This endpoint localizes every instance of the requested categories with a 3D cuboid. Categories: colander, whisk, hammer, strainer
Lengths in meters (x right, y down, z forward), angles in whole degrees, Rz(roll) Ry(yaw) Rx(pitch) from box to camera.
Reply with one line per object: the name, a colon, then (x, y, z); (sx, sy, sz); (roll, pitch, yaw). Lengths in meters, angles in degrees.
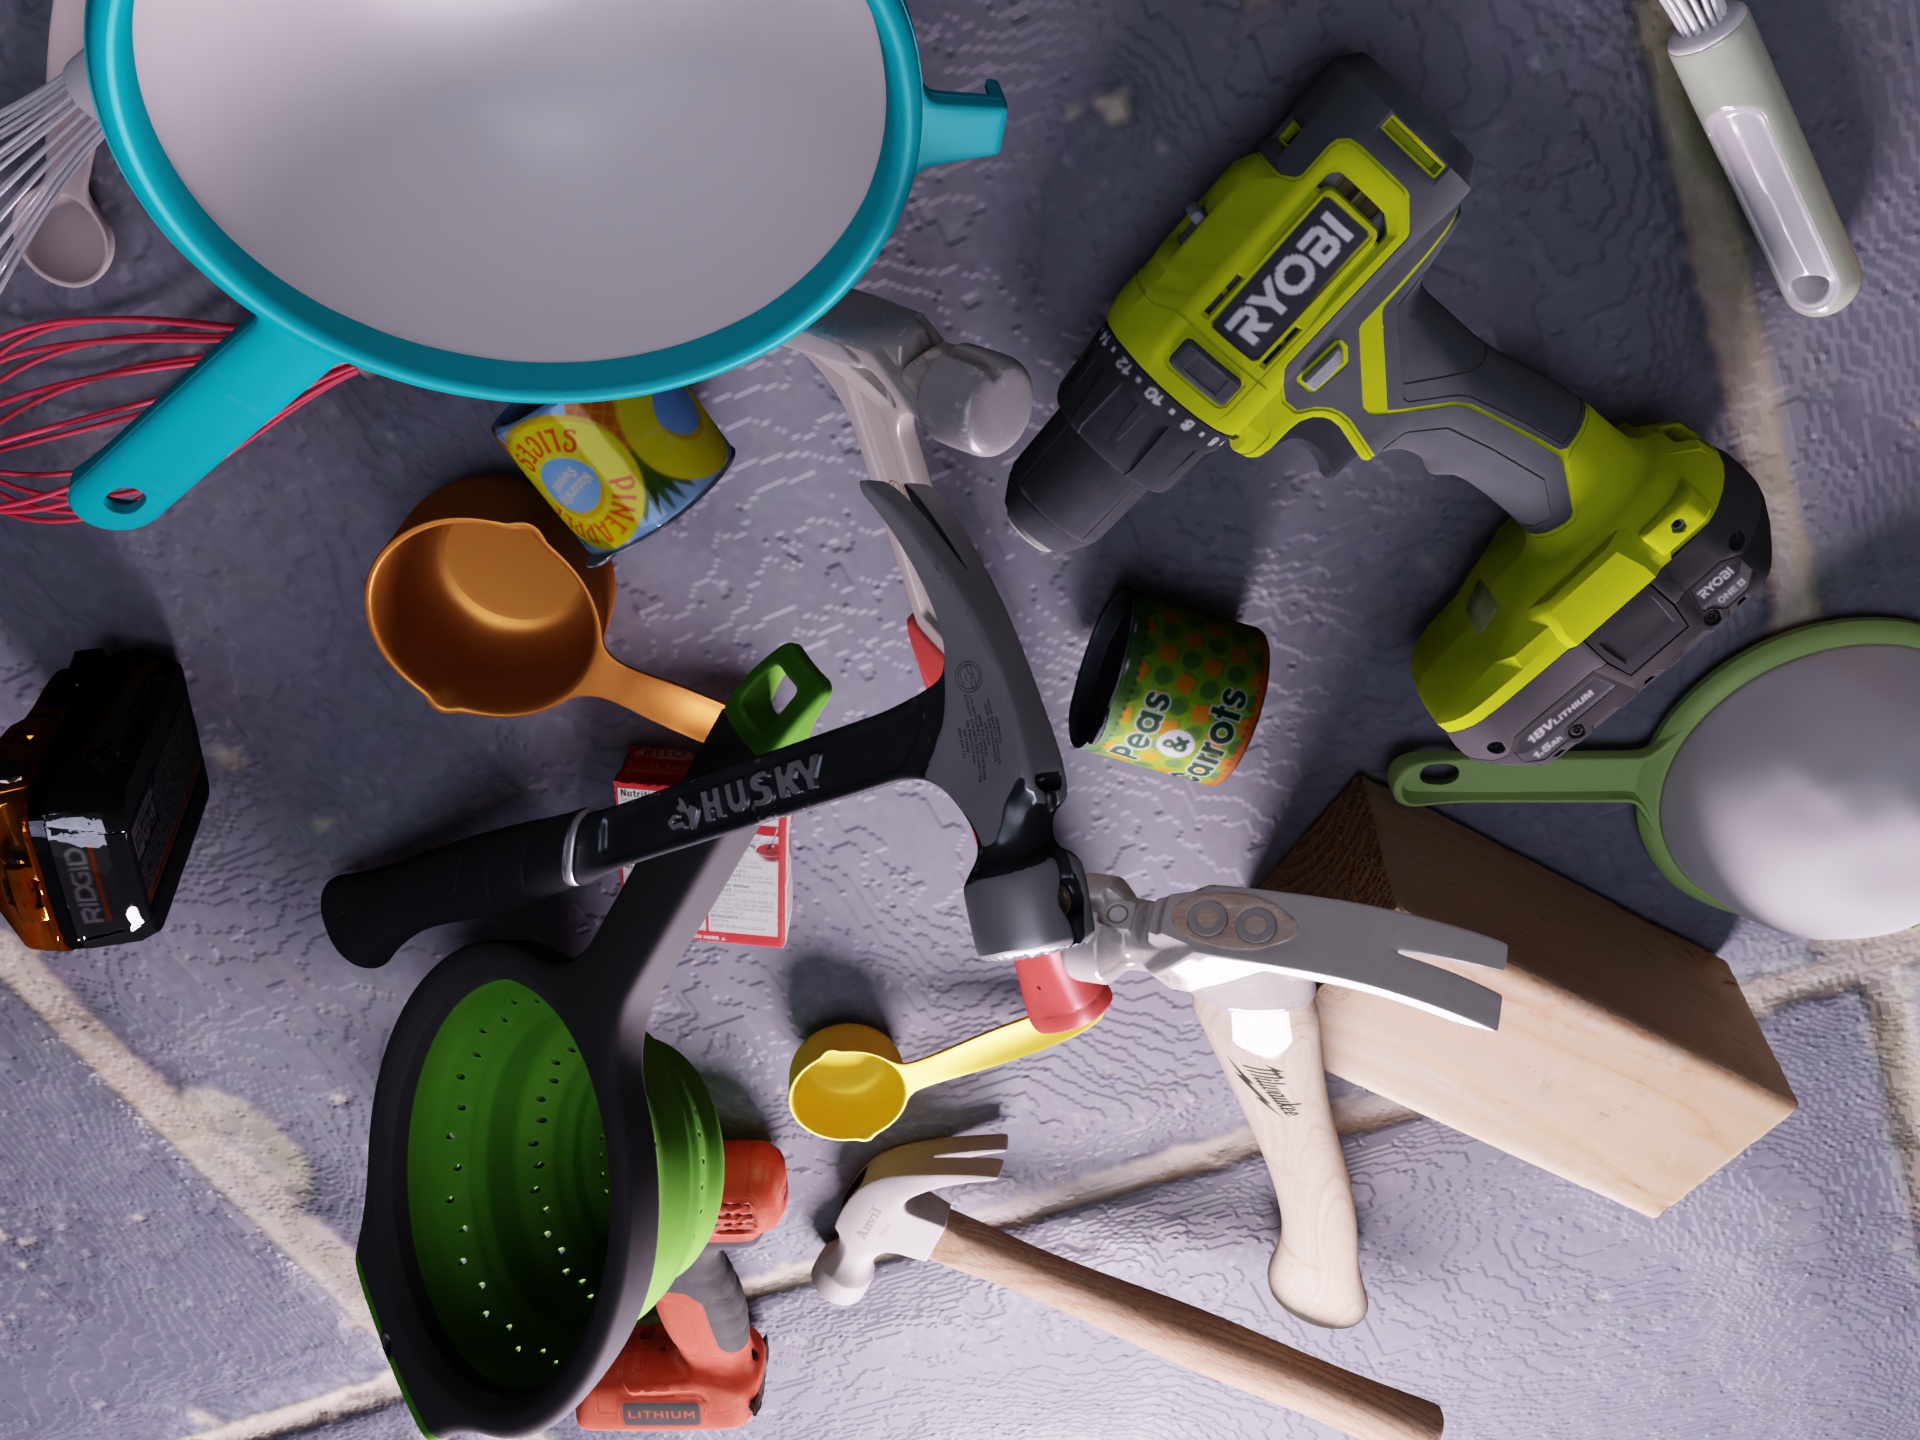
colander: (-0.131, 0.136, 0.675); (0.094, 0.205, 0.397); (7, 124, -47)
whisk: (-0.232, -0.128, 0.565); (0.296, 0.073, 0.073); (-13, 122, 5)
whisk: (0.229, -0.221, 0.494); (0.058, 0.059, 0.246); (-2, 139, 51)
hammer: (-0.001, -0.002, 0.625); (0.037, 0.149, 0.358); (-40, 135, -25)
strainer: (-0.169, -0.166, 0.475); (0.340, 0.095, 0.210); (-26, 148, 31)
hammer: (0.095, 0.306, 0.821); (0.331, 0.031, 0.130); (23, 120, -3)
hammer: (0.155, 0.188, 0.680); (0.146, 0.038, 0.410); (6, 146, 22)
strainer: (0.307, 0.038, 0.642); (0.256, 0.069, 0.151); (0, 123, 0)
whisk: (-0.289, -0.183, 0.502); (0.284, 0.070, 0.070); (-24, 119, 22)
hammer: (-0.129, 0.038, 0.587); (0.409, 0.036, 0.149); (-17, 82, 40)

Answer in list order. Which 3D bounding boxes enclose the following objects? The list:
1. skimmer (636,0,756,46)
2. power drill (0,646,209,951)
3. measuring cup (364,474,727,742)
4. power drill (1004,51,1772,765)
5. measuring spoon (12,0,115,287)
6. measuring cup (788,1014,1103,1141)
skimmer: (-0.195, -0.292, 0.473); (0.363, 0.090, 0.127); (20, 126, -23)
power drill: (-0.429, 0.026, 0.626); (0.226, 0.164, 0.084); (-3, 124, -11)
measuring cup: (-0.141, -0.034, 0.625); (0.173, 0.052, 0.095); (25, 121, -18)
power drill: (0.147, -0.087, 0.563); (0.228, 0.080, 0.190); (36, 115, -16)
measuring spoon: (-0.298, -0.209, 0.542); (0.034, 0.018, 0.124); (20, 115, -4)
measuring cup: (-0.008, 0.156, 0.763); (0.156, 0.029, 0.062); (-18, 121, 0)
